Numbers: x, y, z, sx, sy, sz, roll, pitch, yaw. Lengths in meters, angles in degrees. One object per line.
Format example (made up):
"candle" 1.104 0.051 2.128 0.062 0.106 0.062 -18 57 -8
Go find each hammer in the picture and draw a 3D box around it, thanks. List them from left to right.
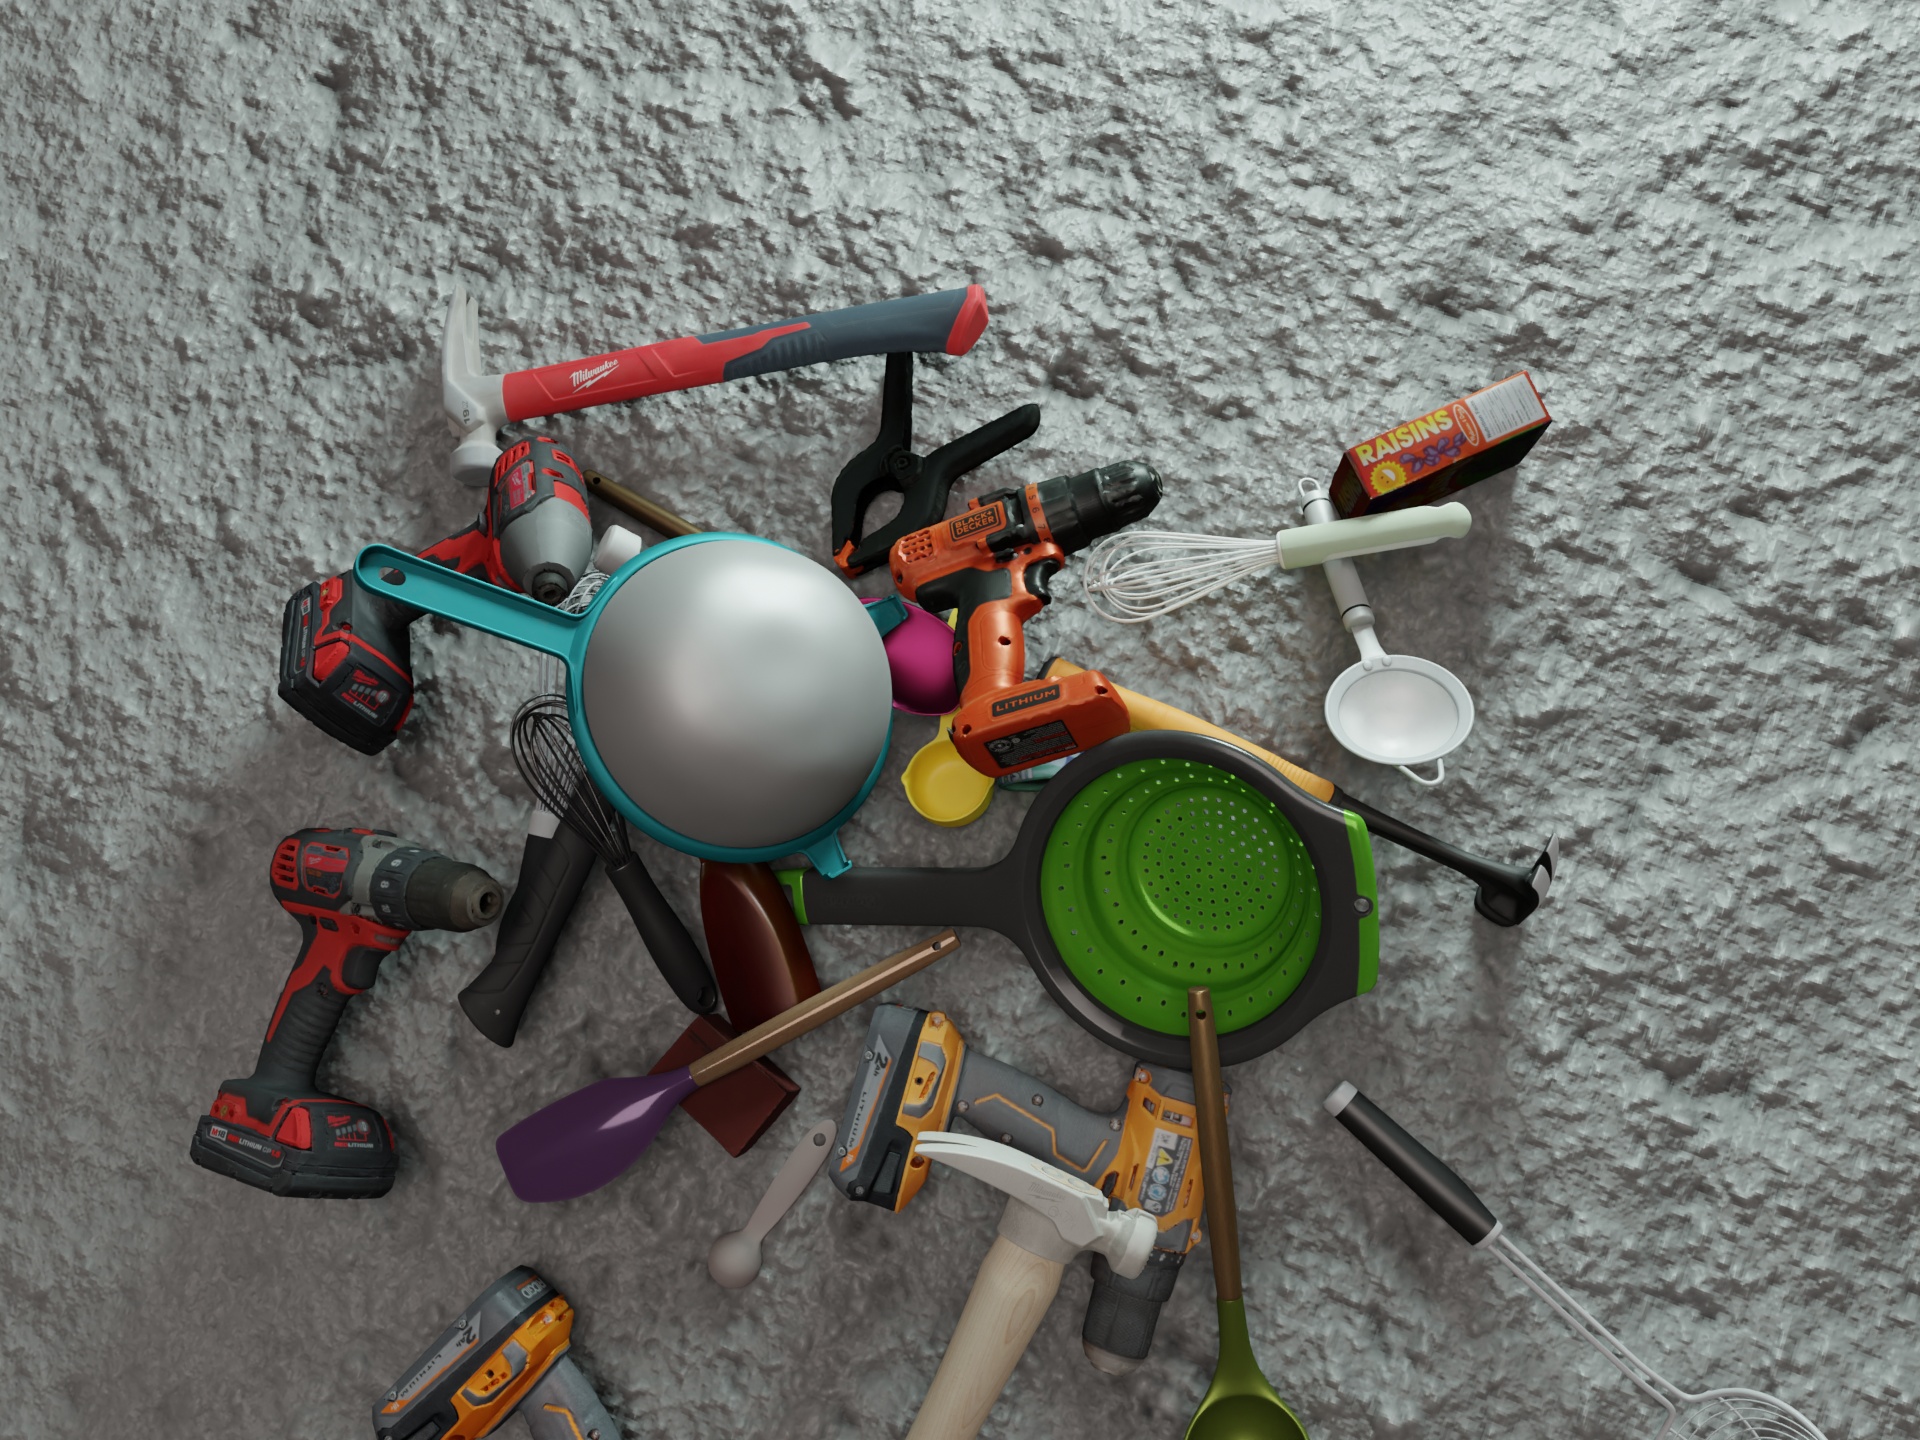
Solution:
"hammer" -0.231 0.054 1.031 0.146 0.035 0.335 26 86 -23
"hammer" -0.173 -0.263 1.096 0.386 0.038 0.143 -8 77 10
"hammer" -0.035 0.443 0.926 0.146 0.038 0.410 24 95 2
"hammer" 0.199 0.036 0.986 0.337 0.127 0.034 24 77 16

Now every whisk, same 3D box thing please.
"whisk" -0.267 0.038 1.059 0.070 0.070 0.284 11 86 8
"whisk" -0.211 0.088 1.002 0.055 0.055 0.238 -25 110 1
"whisk" 0.197 -0.106 1.010 0.246 0.058 0.059 -8 90 19

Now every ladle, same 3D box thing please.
"ladle" 0.155 0.314 0.922 0.078 0.062 0.320 -6 96 5

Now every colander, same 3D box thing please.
"colander" 0.066 0.101 0.999 0.397 0.094 0.204 -2 99 24

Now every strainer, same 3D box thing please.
"strainer" -0.177 -0.044 0.931 0.340 0.095 0.211 20 70 -22
"strainer" 0.253 -0.056 0.997 0.087 0.050 0.259 -11 57 1

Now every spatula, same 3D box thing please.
"spatula" -0.140 0.209 0.978 0.316 0.018 0.060 -29 79 1

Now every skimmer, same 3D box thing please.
"skimmer" 0.347 0.355 0.916 0.363 0.090 0.127 43 118 14

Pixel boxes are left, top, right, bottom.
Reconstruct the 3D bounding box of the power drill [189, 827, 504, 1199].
"power drill" -0.382 0.182 1.006 0.188 0.080 0.227 5 77 32

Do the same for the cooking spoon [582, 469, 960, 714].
"cooking spoon" -0.130 -0.095 1.078 0.319 0.017 0.069 30 81 13

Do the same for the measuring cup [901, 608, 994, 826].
"measuring cup" -0.002 -0.003 1.057 0.062 0.029 0.157 0 68 12

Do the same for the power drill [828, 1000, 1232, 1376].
"power drill" 0.037 0.281 0.972 0.226 0.084 0.185 15 83 4

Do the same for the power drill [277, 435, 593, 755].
"power drill" -0.332 -0.080 1.031 0.219 0.078 0.143 -33 44 12

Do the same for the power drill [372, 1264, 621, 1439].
"power drill" -0.246 0.468 0.966 0.226 0.084 0.164 44 87 8

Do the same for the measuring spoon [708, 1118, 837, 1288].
"measuring spoon" -0.118 0.306 1.011 0.034 0.018 0.124 34 84 11
